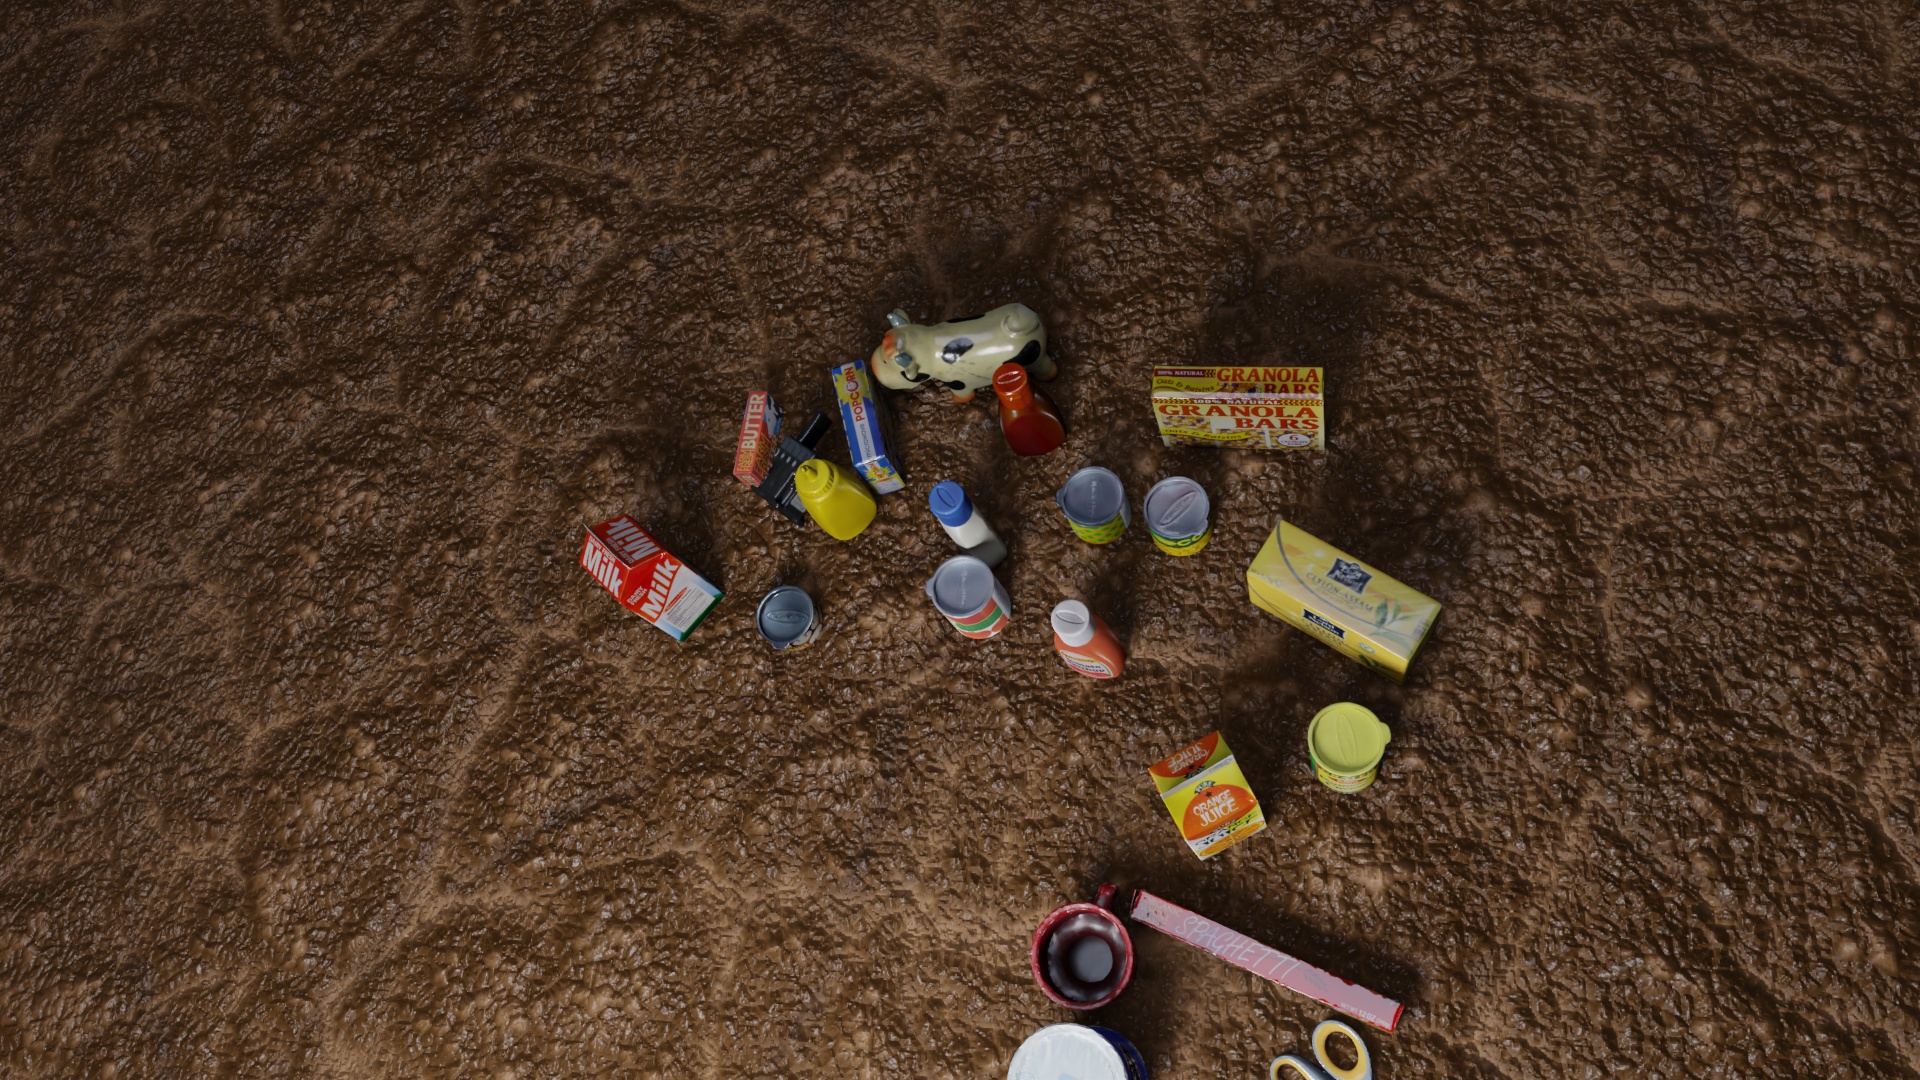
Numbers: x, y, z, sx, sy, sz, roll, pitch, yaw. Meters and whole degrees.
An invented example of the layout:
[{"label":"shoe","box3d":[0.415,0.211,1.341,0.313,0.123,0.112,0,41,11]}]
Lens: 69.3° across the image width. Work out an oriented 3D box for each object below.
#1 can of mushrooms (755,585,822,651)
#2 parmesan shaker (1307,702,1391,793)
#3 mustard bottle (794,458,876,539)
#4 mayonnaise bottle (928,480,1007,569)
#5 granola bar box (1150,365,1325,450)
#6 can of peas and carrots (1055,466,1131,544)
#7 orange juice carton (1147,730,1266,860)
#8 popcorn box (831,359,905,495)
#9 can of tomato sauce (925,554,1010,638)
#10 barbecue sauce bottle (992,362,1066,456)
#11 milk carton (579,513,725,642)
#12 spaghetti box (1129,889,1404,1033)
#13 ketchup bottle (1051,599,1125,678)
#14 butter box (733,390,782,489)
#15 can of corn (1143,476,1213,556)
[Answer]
[{"label":"can of mushrooms","box3d":[-0.184,0.087,1.496,0.071,0.033,0.071,-5,69,13]},{"label":"parmesan shaker","box3d":[0.356,0.191,1.270,0.071,0.103,0.071,-5,69,14]},{"label":"mustard bottle","box3d":[-0.138,-0.051,1.466,0.065,0.160,0.049,-44,65,-3]},{"label":"mayonnaise bottle","box3d":[0.005,-0.018,1.421,0.041,0.147,0.065,-40,65,-2]},{"label":"granola bar box","box3d":[0.283,-0.134,1.402,0.165,0.124,0.039,3,71,16]},{"label":"can of peas and carrots","box3d":[0.139,-0.035,1.440,0.071,0.058,0.071,-5,69,14]},{"label":"orange juice carton","box3d":[0.221,0.228,1.244,0.072,0.192,0.073,-29,65,4]},{"label":"popcorn box","box3d":[-0.100,-0.123,1.524,0.038,0.085,0.127,-18,66,8]},{"label":"can of tomato sauce","box3d":[0.010,0.060,1.426,0.071,0.083,0.071,-5,69,14]},{"label":"barbecue sauce bottle","box3d":[0.067,-0.136,1.449,0.065,0.148,0.044,-16,67,9]},{"label":"milk carton","box3d":[-0.332,0.035,1.469,0.072,0.190,0.073,39,84,24]},{"label":"spaghetti box","box3d":[0.271,0.378,1.252,0.250,0.050,0.029,19,76,21]},{"label":"ketchup bottle","box3d":[0.120,0.094,1.346,0.065,0.148,0.043,14,75,20]},{"label":"butter box","box3d":[-0.228,-0.113,1.573,0.024,0.053,0.104,2,71,16]},{"label":"can of corn","box3d":[0.224,-0.022,1.412,0.071,0.058,0.071,-5,69,14]}]
